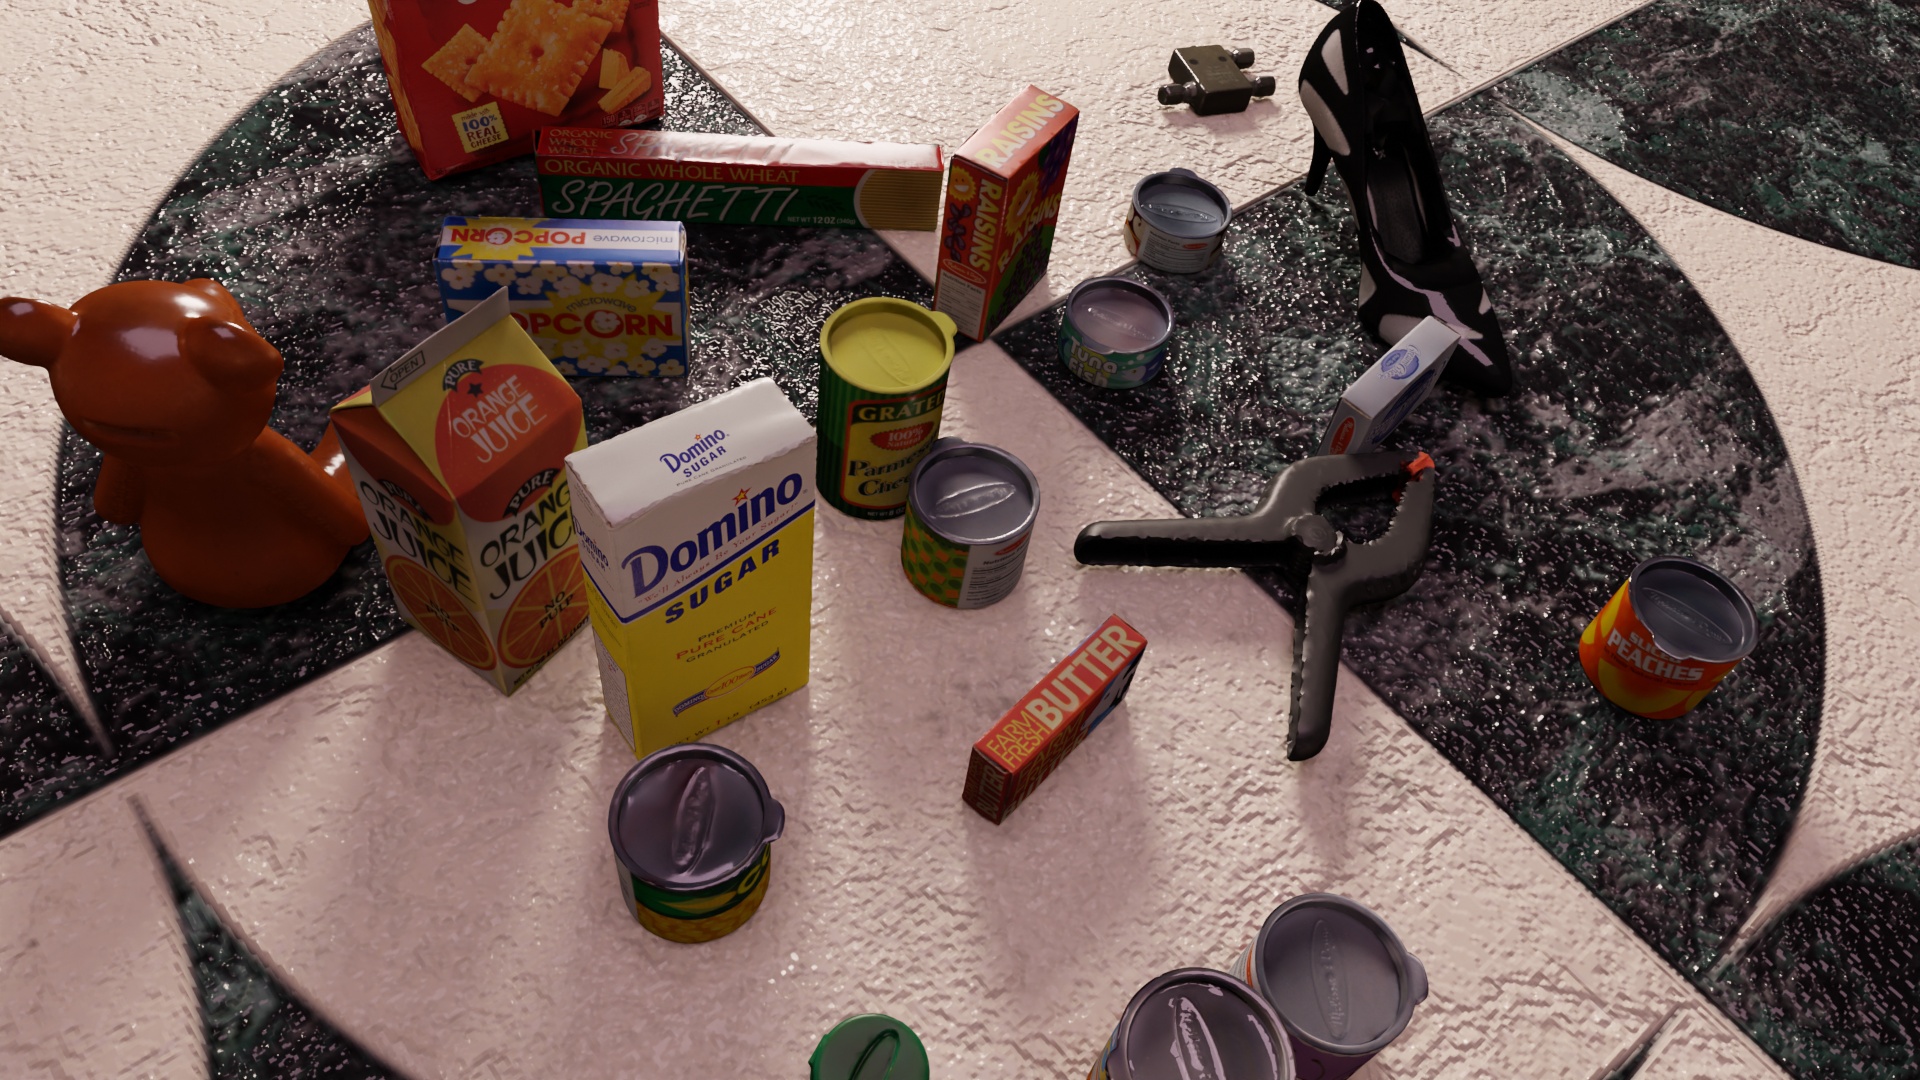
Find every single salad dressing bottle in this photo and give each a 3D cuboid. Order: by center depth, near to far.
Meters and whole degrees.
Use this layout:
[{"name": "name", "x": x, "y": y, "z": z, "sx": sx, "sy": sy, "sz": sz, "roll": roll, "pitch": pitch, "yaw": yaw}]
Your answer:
[{"name": "salad dressing bottle", "x": -0.036, "y": 0.206, "z": 0.482, "sx": 0.044, "sy": 0.146, "sz": 0.064, "roll": 26, "pitch": 53, "yaw": 12}]

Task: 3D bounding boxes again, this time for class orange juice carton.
[{"name": "orange juice carton", "x": -0.210, "y": -0.022, "z": 0.606, "sx": 0.073, "sy": 0.191, "sz": 0.072, "roll": 32, "pitch": 55, "yaw": 16}]

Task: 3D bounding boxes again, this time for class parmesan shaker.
[{"name": "parmesan shaker", "x": -0.039, "y": -0.067, "z": 0.722, "sx": 0.071, "sy": 0.102, "sz": 0.072, "roll": 4, "pitch": 52, "yaw": -5}]

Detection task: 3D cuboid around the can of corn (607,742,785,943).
[{"name": "can of corn", "x": -0.110, "y": 0.129, "z": 0.588, "sx": 0.071, "sy": 0.058, "sz": 0.071, "roll": 4, "pitch": 52, "yaw": -5}]

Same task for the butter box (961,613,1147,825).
[{"name": "butter box", "x": 0.044, "y": 0.083, "z": 0.649, "sx": 0.024, "sy": 0.052, "sz": 0.104, "roll": 38, "pitch": 56, "yaw": 20}]

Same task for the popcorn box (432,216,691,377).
[{"name": "popcorn box", "x": -0.213, "y": -0.132, "z": 0.758, "sx": 0.127, "sy": 0.084, "sz": 0.038, "roll": -1, "pitch": 53, "yaw": -9}]

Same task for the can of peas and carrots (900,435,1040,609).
[{"name": "can of peas and carrots", "x": 0.003, "y": -0.009, "z": 0.712, "sx": 0.071, "sy": 0.058, "sz": 0.071, "roll": 4, "pitch": 52, "yaw": -5}]

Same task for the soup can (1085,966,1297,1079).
[{"name": "soup can", "x": 0.082, "y": 0.212, "z": 0.535, "sx": 0.071, "sy": 0.083, "sz": 0.072, "roll": 4, "pitch": 52, "yaw": -5}]

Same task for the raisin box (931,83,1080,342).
[{"name": "raisin box", "x": 0.025, "y": -0.190, "z": 0.815, "sx": 0.040, "sy": 0.122, "sz": 0.086, "roll": 30, "pitch": 54, "yaw": 14}]

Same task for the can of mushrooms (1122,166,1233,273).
[{"name": "can of mushrooms", "x": 0.141, "y": -0.208, "z": 0.903, "sx": 0.071, "sy": 0.033, "sz": 0.071, "roll": 4, "pitch": 52, "yaw": -5}]

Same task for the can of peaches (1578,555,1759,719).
[{"name": "can of peaches", "x": 0.363, "y": 0.052, "z": 0.718, "sx": 0.071, "sy": 0.057, "sz": 0.071, "roll": 4, "pitch": 52, "yaw": -5}]

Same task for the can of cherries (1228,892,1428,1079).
[{"name": "can of cherries", "x": 0.150, "y": 0.190, "z": 0.578, "sx": 0.071, "sy": 0.058, "sz": 0.072, "roll": 4, "pitch": 52, "yaw": -5}]

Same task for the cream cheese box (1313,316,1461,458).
[{"name": "cream cheese box", "x": 0.248, "y": -0.084, "z": 0.810, "sx": 0.024, "sy": 0.053, "sz": 0.104, "roll": 38, "pitch": 57, "yaw": 20}]

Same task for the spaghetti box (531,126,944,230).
[{"name": "spaghetti box", "x": -0.136, "y": -0.224, "z": 0.864, "sx": 0.250, "sy": 0.049, "sz": 0.029, "roll": 0, "pitch": 53, "yaw": -8}]

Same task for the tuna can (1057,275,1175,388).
[{"name": "tuna can", "x": 0.091, "y": -0.123, "z": 0.830, "sx": 0.071, "sy": 0.032, "sz": 0.071, "roll": 4, "pitch": 52, "yaw": -5}]
